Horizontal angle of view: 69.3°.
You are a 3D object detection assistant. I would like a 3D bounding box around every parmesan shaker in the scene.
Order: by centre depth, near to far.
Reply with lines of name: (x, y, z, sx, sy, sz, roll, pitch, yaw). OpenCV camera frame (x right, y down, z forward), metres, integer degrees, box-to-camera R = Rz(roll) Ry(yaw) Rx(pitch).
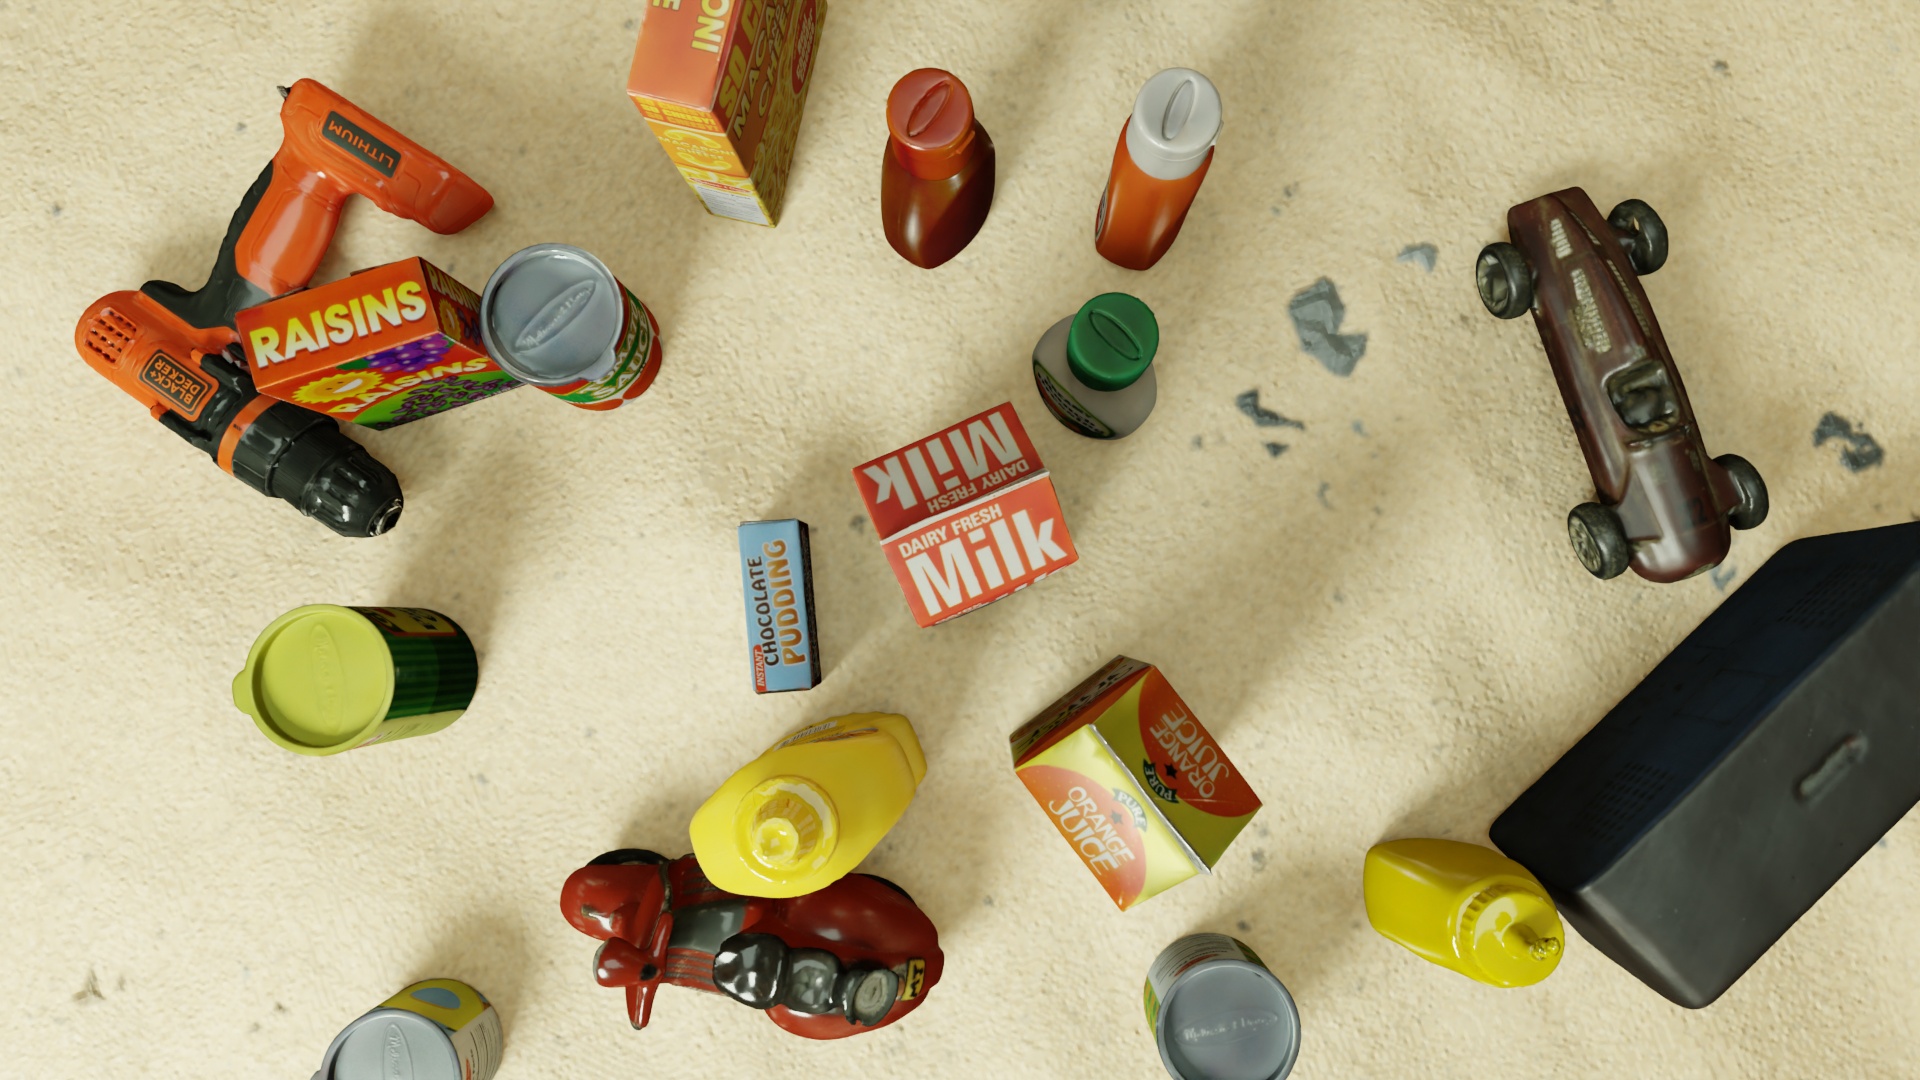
parmesan shaker: (-0.279, 0.063, 0.652, 0.071, 0.103, 0.071, 0, 87, 1)

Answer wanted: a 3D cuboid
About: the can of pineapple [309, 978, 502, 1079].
can of pineapple: (-0.261, 0.248, 0.662, 0.071, 0.058, 0.071, 0, 86, 1)

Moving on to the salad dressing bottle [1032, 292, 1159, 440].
salad dressing bottle: (0.064, -0.080, 0.635, 0.064, 0.147, 0.044, 44, 88, 3)

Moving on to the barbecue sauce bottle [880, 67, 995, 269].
barbecue sauce bottle: (-0.011, -0.172, 0.641, 0.044, 0.148, 0.065, 37, 88, 3)

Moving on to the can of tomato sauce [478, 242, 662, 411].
can of tomato sauce: (-0.184, -0.099, 0.671, 0.071, 0.083, 0.071, 0, 87, 1)

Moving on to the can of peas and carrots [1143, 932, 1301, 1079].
can of peas and carrots: (0.123, 0.227, 0.658, 0.071, 0.058, 0.071, 0, 86, 1)

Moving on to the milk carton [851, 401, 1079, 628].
milk carton: (0.002, -0.008, 0.609, 0.072, 0.190, 0.073, -24, 87, 0)

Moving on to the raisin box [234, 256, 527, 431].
raisin box: (-0.265, -0.090, 0.652, 0.086, 0.123, 0.040, -17, 87, 0)

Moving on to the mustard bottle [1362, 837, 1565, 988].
mustard bottle: (0.224, 0.164, 0.610, 0.065, 0.160, 0.049, -1, 87, 1)

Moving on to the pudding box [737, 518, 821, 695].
pudding box: (-0.088, 0.032, 0.678, 0.030, 0.049, 0.083, -6, 86, 1)

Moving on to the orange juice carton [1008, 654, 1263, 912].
orange juice carton: (0.071, 0.100, 0.600, 0.073, 0.192, 0.072, -37, 87, -1)

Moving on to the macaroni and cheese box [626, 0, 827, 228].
macaroni and cheese box: (-0.101, -0.229, 0.637, 0.040, 0.166, 0.123, 12, 87, 2)

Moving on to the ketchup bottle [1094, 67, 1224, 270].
ketchup bottle: (0.091, -0.172, 0.640, 0.043, 0.149, 0.064, 21, 87, 2)
